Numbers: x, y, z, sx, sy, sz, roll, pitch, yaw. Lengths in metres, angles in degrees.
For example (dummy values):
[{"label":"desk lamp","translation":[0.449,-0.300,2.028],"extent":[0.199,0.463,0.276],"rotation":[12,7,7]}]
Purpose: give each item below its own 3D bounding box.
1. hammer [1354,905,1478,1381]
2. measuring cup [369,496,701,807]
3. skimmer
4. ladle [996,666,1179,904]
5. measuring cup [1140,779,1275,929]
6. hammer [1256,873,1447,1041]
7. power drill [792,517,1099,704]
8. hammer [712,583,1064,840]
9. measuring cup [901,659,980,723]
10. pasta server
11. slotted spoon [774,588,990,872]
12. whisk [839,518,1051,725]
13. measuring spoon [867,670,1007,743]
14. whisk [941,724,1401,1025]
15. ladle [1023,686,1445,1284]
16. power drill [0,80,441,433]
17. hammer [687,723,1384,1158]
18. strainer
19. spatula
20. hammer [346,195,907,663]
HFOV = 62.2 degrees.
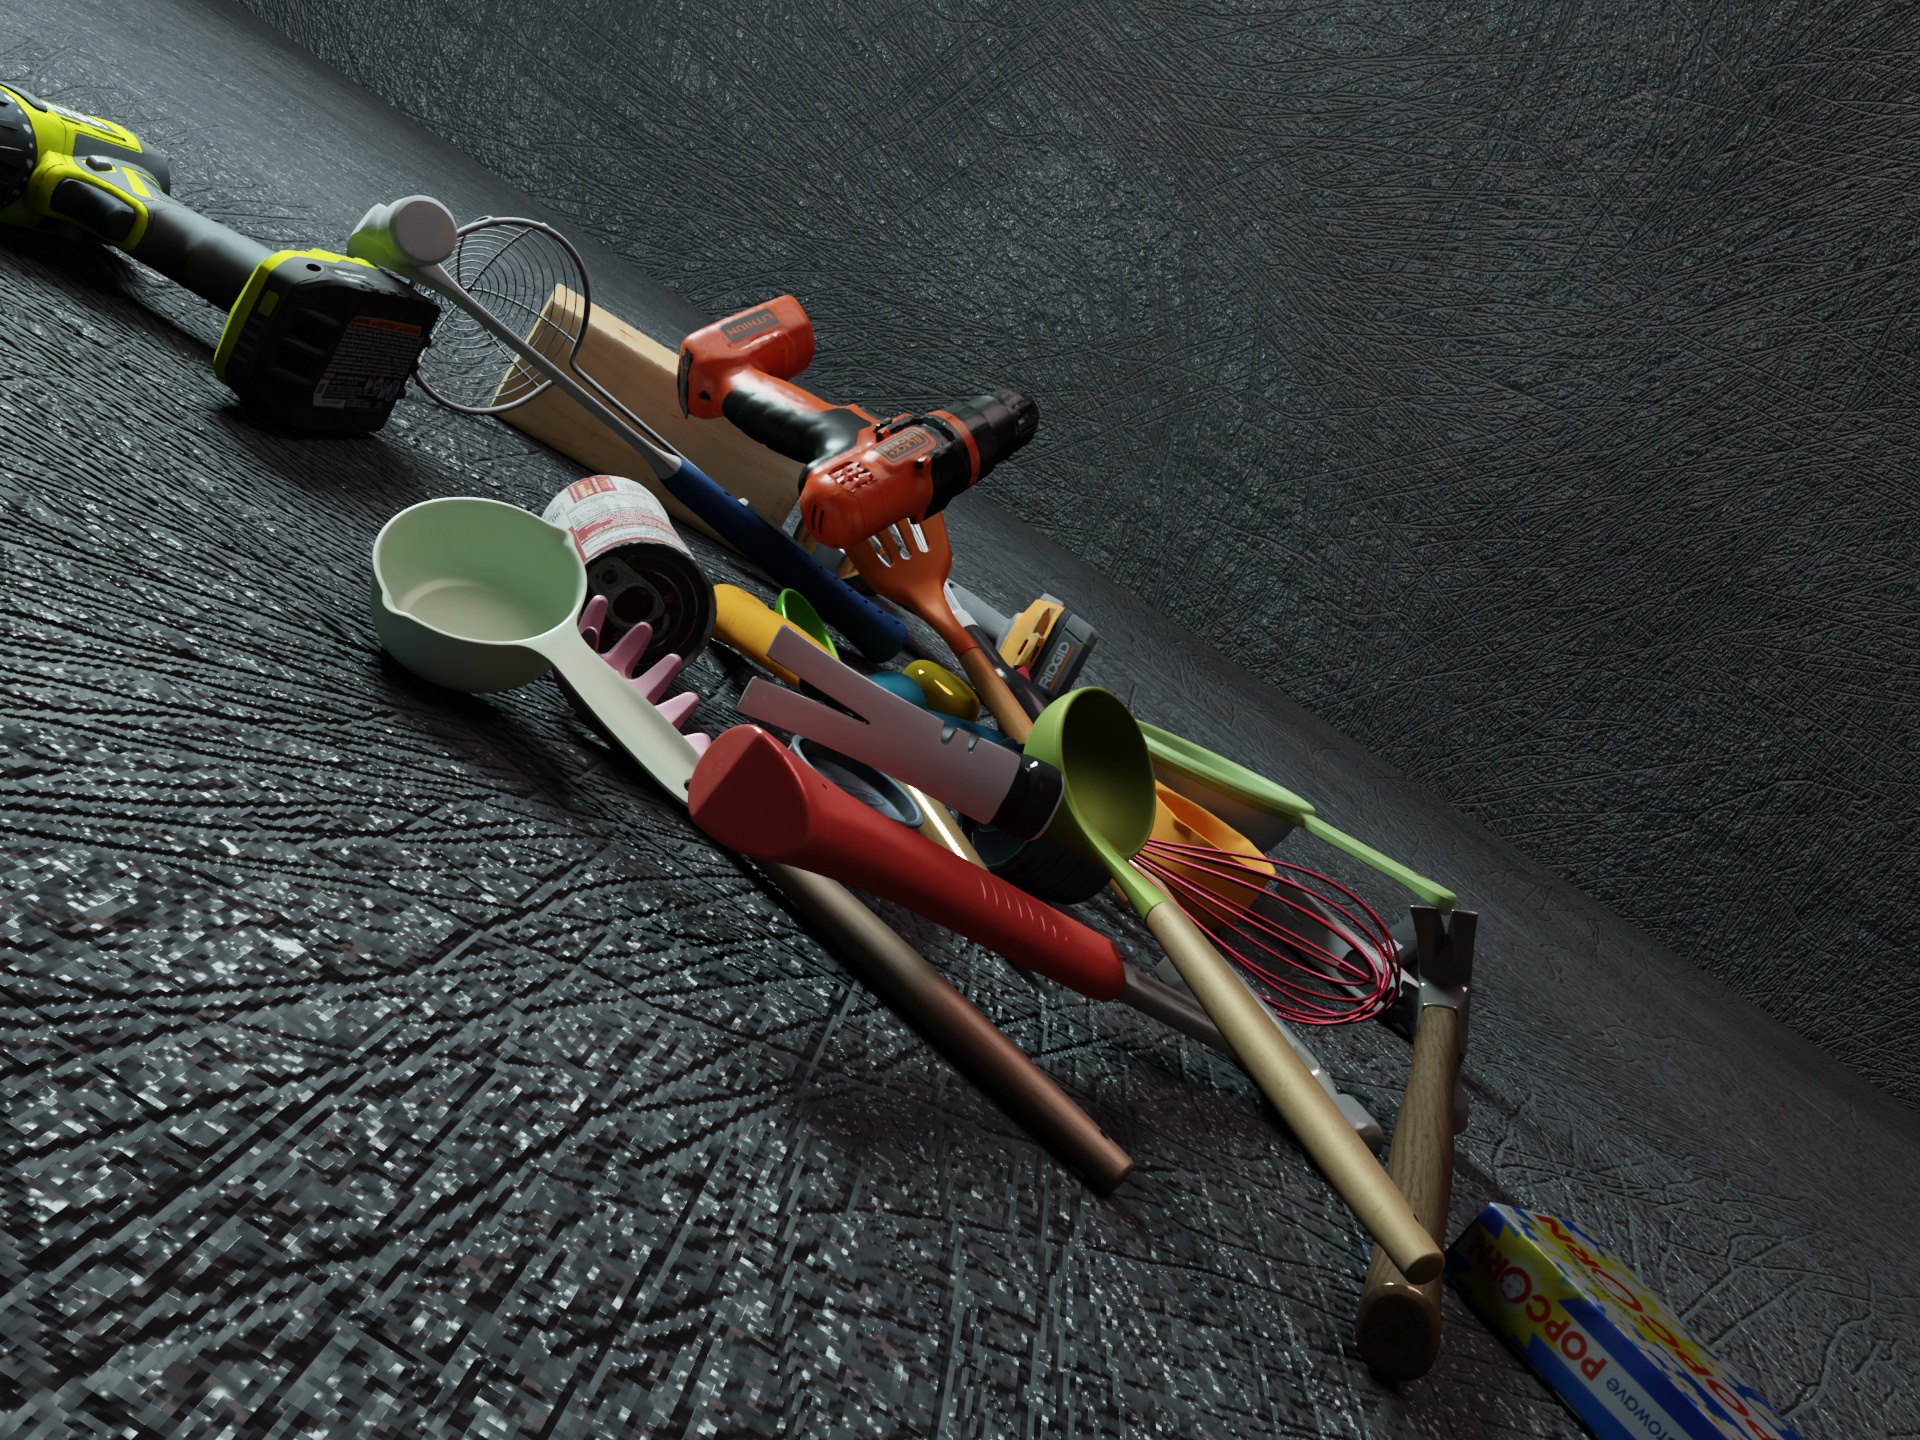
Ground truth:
[{"label":"hammer","translation":[0.198,0.172,0.676],"extent":[0.031,0.130,0.331],"rotation":[3,11,19]},{"label":"measuring cup","translation":[-0.148,-0.014,0.581],"extent":[0.168,0.038,0.083],"rotation":[43,45,13]},{"label":"skimmer","translation":[-0.189,-0.169,1.018],"extent":[0.363,0.127,0.090],"rotation":[40,0,-19]},{"label":"ladle","translation":[0.083,0.063,0.934],"extent":[0.031,0.069,0.316],"rotation":[-14,36,-16]},{"label":"measuring cup","translation":[0.111,0.063,0.975],"extent":[0.174,0.052,0.095],"rotation":[39,13,35]},{"label":"hammer","translation":[0.312,0.163,1.155],"extent":[0.146,0.035,0.334],"rotation":[38,12,20]},{"label":"power drill","translation":[-0.013,-0.087,1.194],"extent":[0.226,0.084,0.185],"rotation":[29,3,2]},{"label":"hammer","translation":[-0.075,-0.026,0.717],"extent":[0.127,0.034,0.337],"rotation":[27,2,-25]},{"label":"measuring cup","translation":[0.019,0.013,0.979],"extent":[0.157,0.029,0.062],"rotation":[41,13,30]},{"label":"pasta server","translation":[-0.053,0.055,0.592],"extent":[0.316,0.040,0.060],"rotation":[40,8,23]},{"label":"slotted spoon","translation":[-0.037,0.020,0.803],"extent":[0.070,0.031,0.314],"rotation":[52,0,-40]},{"label":"whisk","translation":[-0.018,-0.078,1.023],"extent":[0.070,0.070,0.285],"rotation":[18,29,-54]},{"label":"measuring spoon","translation":[-0.001,-0.003,0.934],"extent":[0.128,0.021,0.042],"rotation":[19,34,-36]},{"label":"whisk","translation":[0.095,0.073,0.834],"extent":[0.296,0.073,0.073],"rotation":[29,8,28]},{"label":"ladle","translation":[0.096,0.081,0.596],"extent":[0.078,0.062,0.320],"rotation":[47,5,-32]},{"label":"power drill","translation":[-0.386,-0.229,0.758],"extent":[0.228,0.080,0.190],"rotation":[30,10,-1]},{"label":"hammer","translation":[0.034,0.083,0.621],"extent":[0.358,0.036,0.149],"rotation":[33,10,-42]},{"label":"strainer","translation":[0.195,0.079,1.040],"extent":[0.257,0.069,0.151],"rotation":[30,8,30]},{"label":"spatula","translation":[0.017,-0.025,0.934],"extent":[0.323,0.081,0.041],"rotation":[57,-20,28]},{"label":"hammer","translation":[-0.183,-0.157,0.943],"extent":[0.405,0.035,0.144],"rotation":[39,-12,-34]}]
